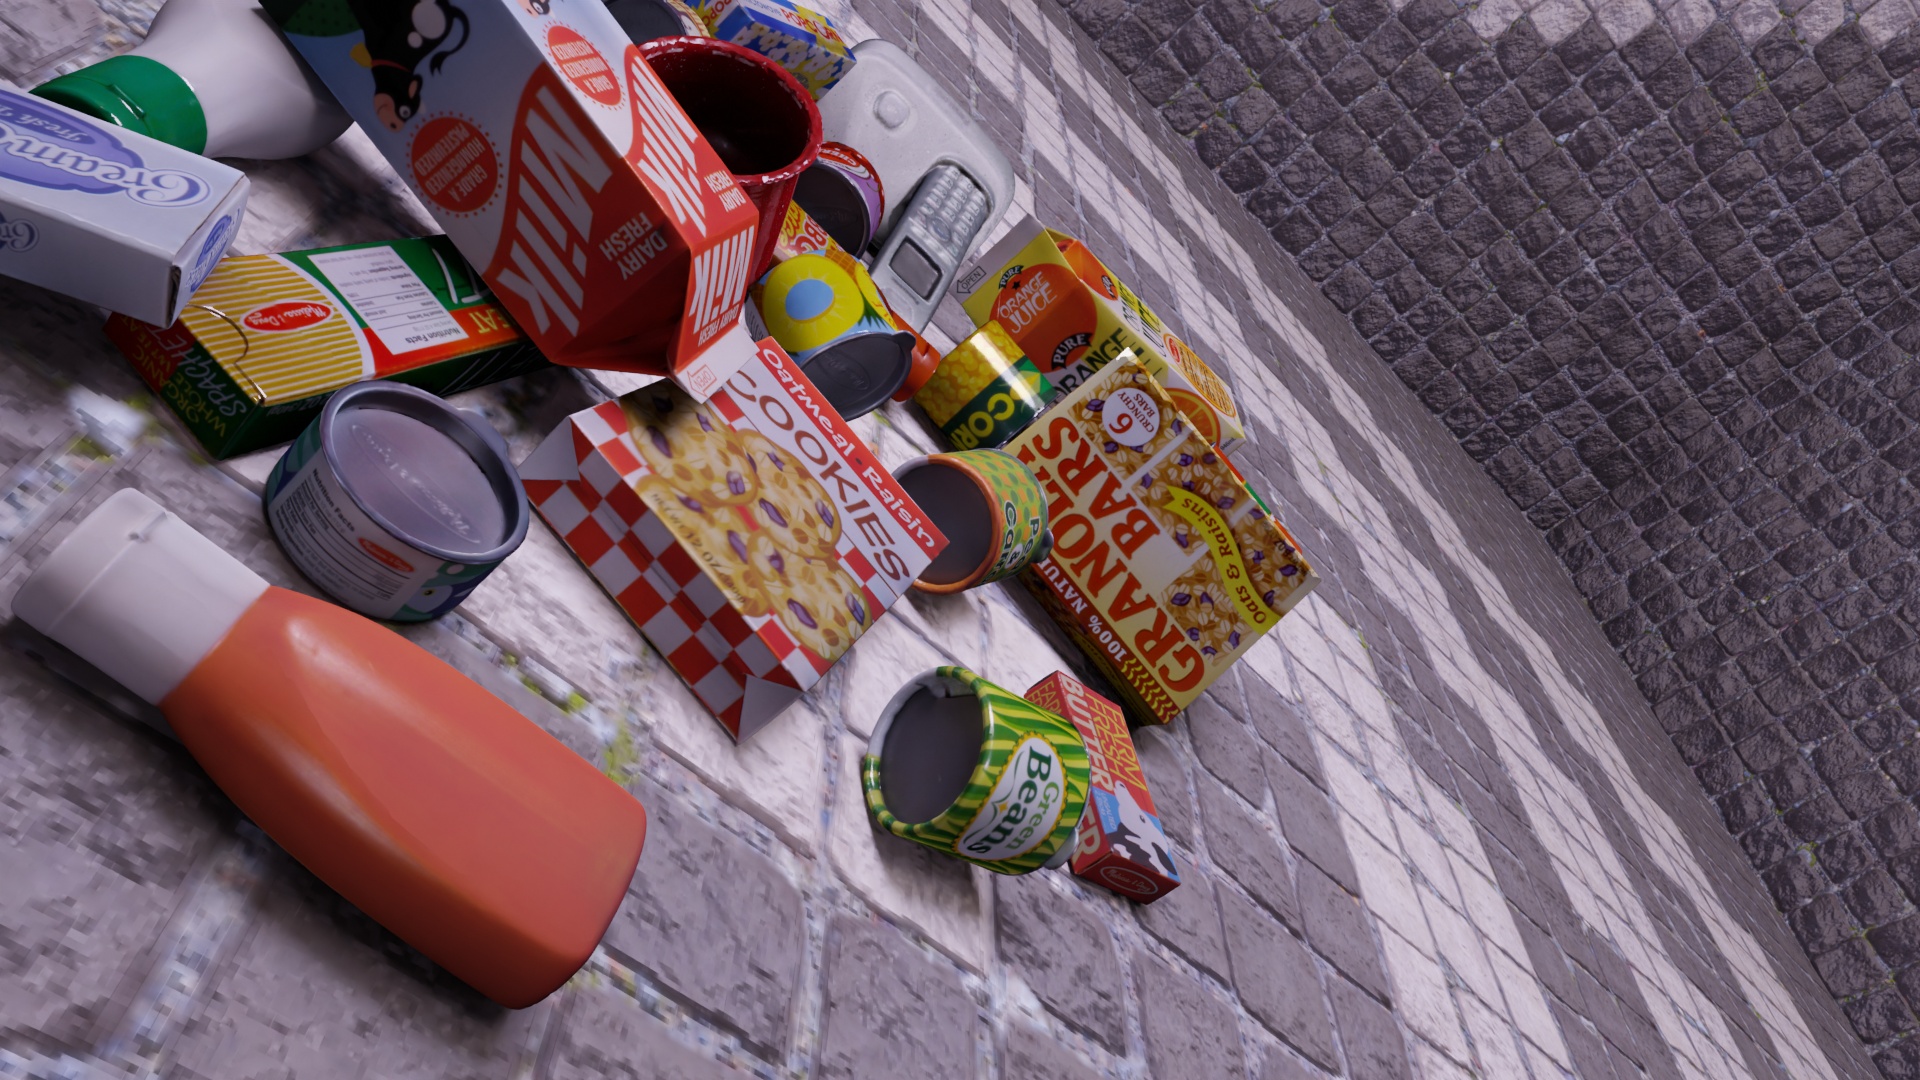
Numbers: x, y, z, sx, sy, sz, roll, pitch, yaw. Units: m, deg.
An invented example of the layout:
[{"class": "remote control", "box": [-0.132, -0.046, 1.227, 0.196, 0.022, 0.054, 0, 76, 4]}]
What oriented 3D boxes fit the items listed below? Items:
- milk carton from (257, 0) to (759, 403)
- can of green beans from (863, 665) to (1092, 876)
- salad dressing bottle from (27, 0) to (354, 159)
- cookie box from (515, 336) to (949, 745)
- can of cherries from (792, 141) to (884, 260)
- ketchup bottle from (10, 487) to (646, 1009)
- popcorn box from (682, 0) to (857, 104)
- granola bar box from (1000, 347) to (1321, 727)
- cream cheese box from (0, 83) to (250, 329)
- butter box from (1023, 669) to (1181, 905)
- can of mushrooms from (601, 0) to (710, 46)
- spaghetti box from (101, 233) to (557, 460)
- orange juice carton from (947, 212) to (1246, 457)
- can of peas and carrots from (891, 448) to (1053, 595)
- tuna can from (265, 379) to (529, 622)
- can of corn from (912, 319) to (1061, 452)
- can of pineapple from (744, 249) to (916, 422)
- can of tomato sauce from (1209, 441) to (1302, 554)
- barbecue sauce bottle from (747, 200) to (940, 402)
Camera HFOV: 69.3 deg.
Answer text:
[{"class": "milk carton", "box": [-0.141, -0.134, 0.491, 0.190, 0.073, 0.073, 53, 23, -13]}, {"class": "can of green beans", "box": [0.006, 0.087, 0.523, 0.058, 0.071, 0.071, 30, 30, -39]}, {"class": "salad dressing bottle", "box": [-0.243, -0.148, 0.452, 0.064, 0.044, 0.148, 47, 24, -21]}, {"class": "cookie box", "box": [-0.080, -0.009, 0.546, 0.123, 0.040, 0.168, 50, 24, -3]}, {"class": "can of cherries", "box": [-0.078, -0.187, 0.775, 0.071, 0.071, 0.059, 44, 24, -15]}, {"class": "ketchup bottle", "box": [-0.147, 0.047, 0.334, 0.148, 0.043, 0.065, 42, 23, -18]}, {"class": "popcorn box", "box": [-0.125, -0.270, 0.795, 0.038, 0.085, 0.127, 55, 23, 7]}, {"class": "granola bar box", "box": [0.094, -0.001, 0.751, 0.165, 0.124, 0.039, 50, -16, -1]}, {"class": "cream cheese box", "box": [-0.244, -0.093, 0.352, 0.104, 0.024, 0.053, 19, 34, -18]}, {"class": "butter box", "box": [0.064, 0.113, 0.643, 0.053, 0.024, 0.104, 32, 30, -38]}, {"class": "can of mushrooms", "box": [-0.162, -0.252, 0.718, 0.071, 0.071, 0.033, 49, 21, -4]}, {"class": "spaghetti box", "box": [-0.176, -0.081, 0.490, 0.050, 0.028, 0.251, 50, 23, -1]}, {"class": "orange juice carton", "box": [0.085, -0.116, 0.864, 0.192, 0.071, 0.073, 40, 25, -21]}, {"class": "can of peas and carrots", "box": [0.002, -0.008, 0.657, 0.071, 0.070, 0.059, 55, 24, 11]}, {"class": "tuna can", "box": [-0.163, -0.012, 0.407, 0.071, 0.032, 0.071, 40, 25, -23]}, {"class": "can of corn", "box": [0.013, -0.082, 0.790, 0.058, 0.071, 0.071, 49, 23, -2]}, {"class": "can of pineapple", "box": [-0.063, -0.099, 0.672, 0.071, 0.071, 0.058, 15, 41, -54]}, {"class": "can of tomato sauce", "box": [0.148, -0.004, 0.817, 0.083, 0.071, 0.071, 51, 23, 1]}, {"class": "barbecue sauce bottle", "box": [-0.075, -0.133, 0.734, 0.148, 0.043, 0.065, 41, 33, -22]}]
